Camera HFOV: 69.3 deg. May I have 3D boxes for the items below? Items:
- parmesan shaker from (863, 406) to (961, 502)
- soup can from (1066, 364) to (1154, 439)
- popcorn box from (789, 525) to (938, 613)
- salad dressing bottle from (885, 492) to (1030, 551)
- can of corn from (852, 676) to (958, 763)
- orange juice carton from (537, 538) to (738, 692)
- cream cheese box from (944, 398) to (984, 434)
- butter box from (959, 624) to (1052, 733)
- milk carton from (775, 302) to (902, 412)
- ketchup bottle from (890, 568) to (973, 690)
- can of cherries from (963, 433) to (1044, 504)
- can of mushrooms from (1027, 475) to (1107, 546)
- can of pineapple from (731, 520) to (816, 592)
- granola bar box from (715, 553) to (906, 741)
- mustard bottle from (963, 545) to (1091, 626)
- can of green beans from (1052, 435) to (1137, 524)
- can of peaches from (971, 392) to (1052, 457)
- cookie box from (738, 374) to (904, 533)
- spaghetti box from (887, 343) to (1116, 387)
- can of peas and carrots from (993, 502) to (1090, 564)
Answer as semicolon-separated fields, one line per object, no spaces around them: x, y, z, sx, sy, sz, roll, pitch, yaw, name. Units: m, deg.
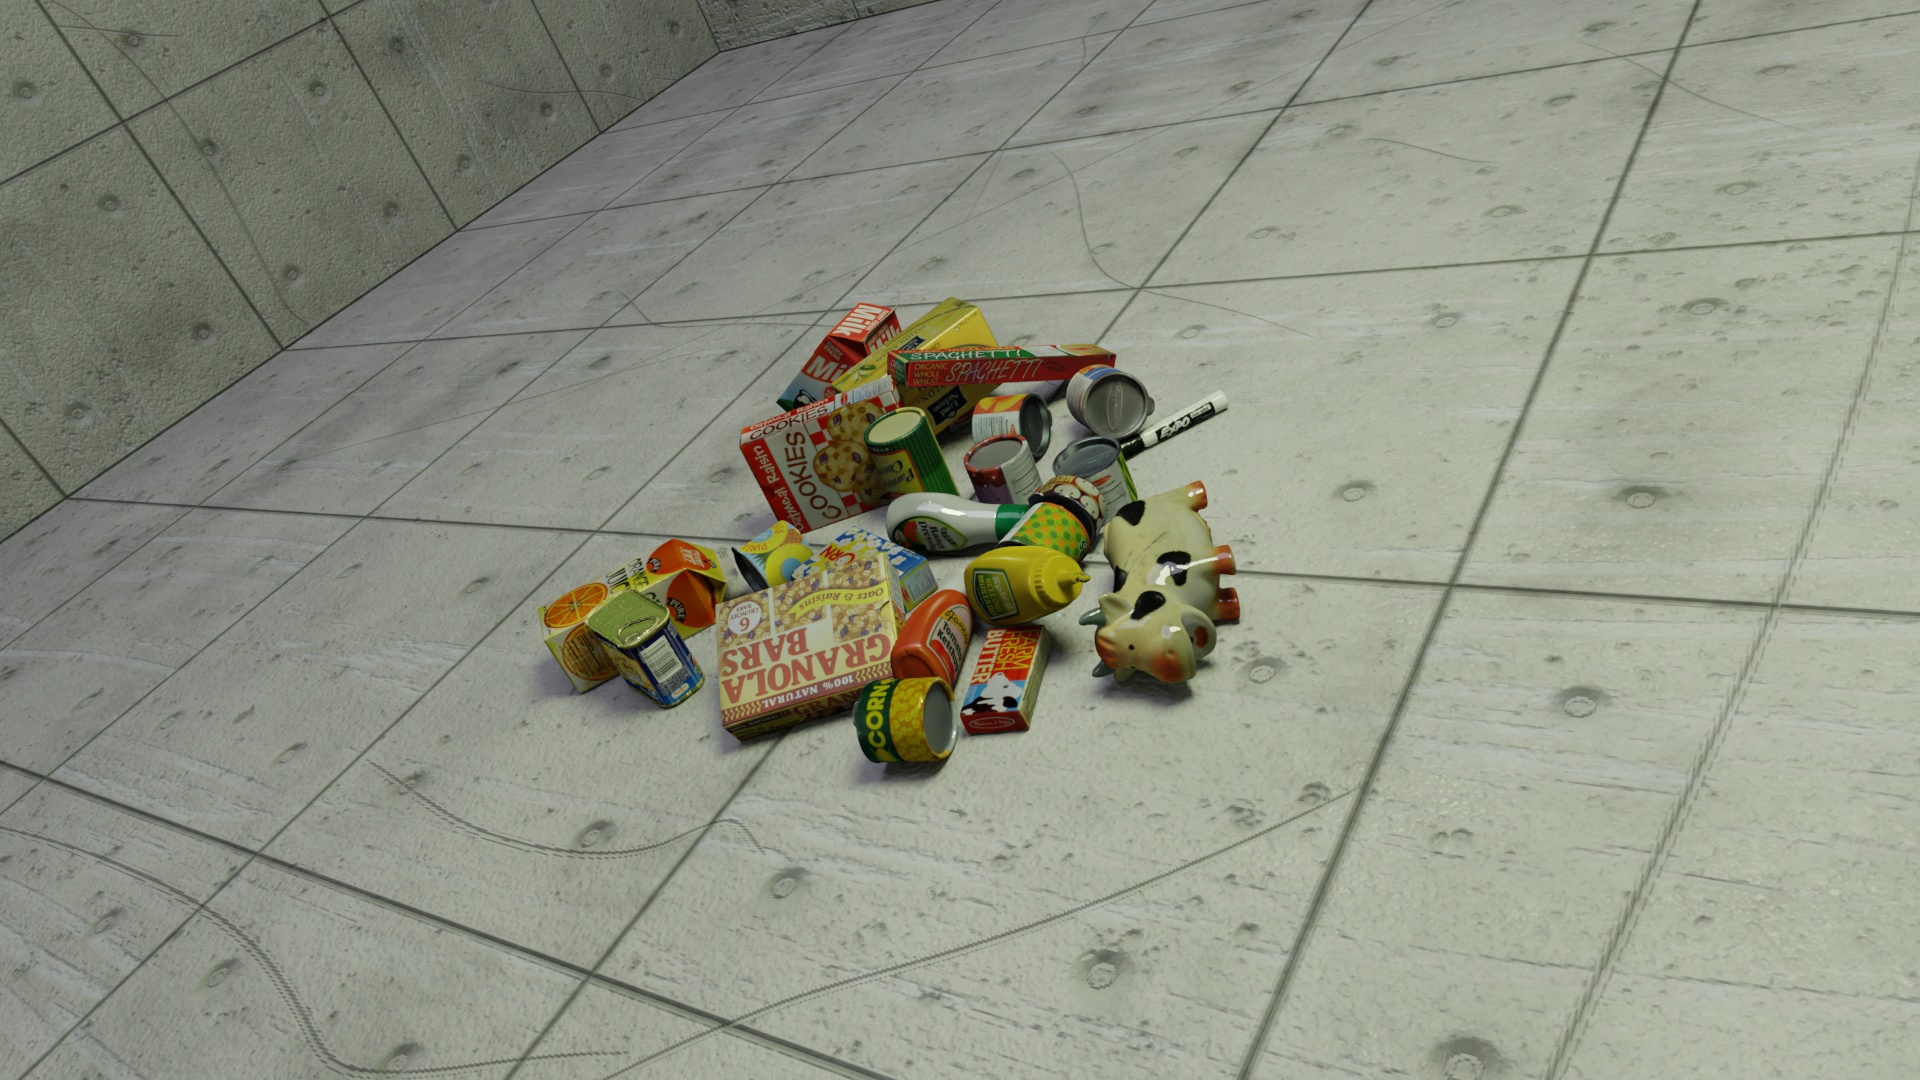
-0.050;-0.074;1.386;0.071;0.102;0.072;-17;32;11;parmesan shaker
0.147;-0.138;1.372;0.071;0.071;0.084;-25;14;-1;soup can
-0.092;0.038;1.309;0.085;0.038;0.127;-37;34;-23;popcorn box
0.005;-0.016;1.309;0.147;0.064;0.044;1;49;22;salad dressing bottle
-0.042;0.140;1.090;0.058;0.071;0.071;-6;35;25;can of corn
-0.313;0.064;1.381;0.193;0.072;0.072;-28;31;-8;orange juice carton
-0.013;-0.155;1.560;0.053;0.024;0.104;-31;32;-14;cream cheese box
0.038;0.112;1.124;0.053;0.024;0.104;-8;35;23;butter box
-0.128;-0.198;1.566;0.189;0.073;0.073;-42;9;49;milk carton
-0.017;0.076;1.182;0.043;0.064;0.149;-16;23;23;ketchup bottle
0.040;-0.063;1.353;0.071;0.058;0.072;-17;32;11;can of cherries
0.095;-0.025;1.249;0.071;0.070;0.034;-1;37;33;can of mushrooms
-0.181;0.021;1.362;0.058;0.070;0.071;-36;33;-21;can of pineapple
-0.129;0.092;1.207;0.165;0.039;0.125;-17;56;10;granola bar box
0.058;0.034;1.134;0.049;0.065;0.160;-22;4;-27;mustard bottle
0.125;-0.055;1.285;0.071;0.057;0.071;-17;32;11;can of green beans
0.053;-0.116;1.419;0.058;0.071;0.071;-3;37;32;can of peaches
-0.127;-0.084;1.433;0.167;0.122;0.040;-19;32;8;cookie box
0.045;-0.185;1.457;0.251;0.028;0.050;-6;23;-26;spaghetti box
0.073;0.011;1.216;0.071;0.070;0.059;7;42;41;can of peas and carrots
